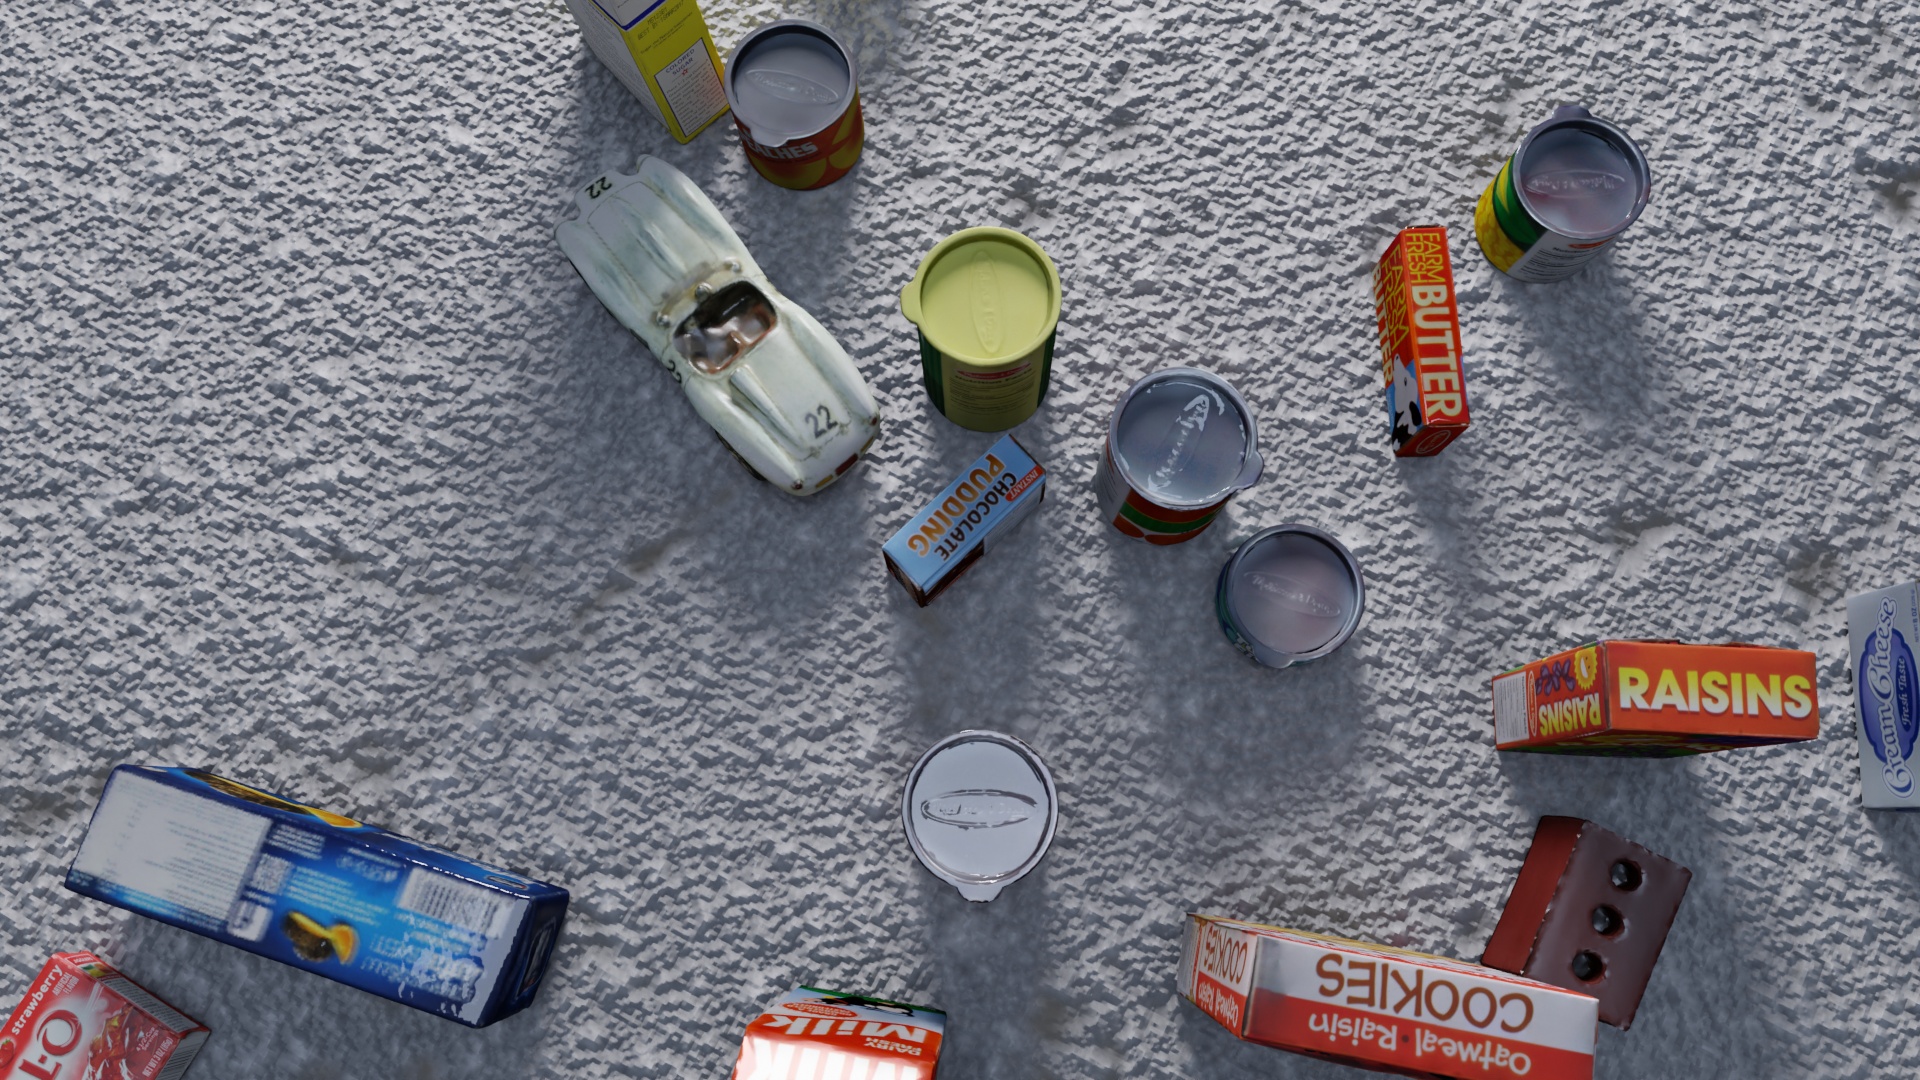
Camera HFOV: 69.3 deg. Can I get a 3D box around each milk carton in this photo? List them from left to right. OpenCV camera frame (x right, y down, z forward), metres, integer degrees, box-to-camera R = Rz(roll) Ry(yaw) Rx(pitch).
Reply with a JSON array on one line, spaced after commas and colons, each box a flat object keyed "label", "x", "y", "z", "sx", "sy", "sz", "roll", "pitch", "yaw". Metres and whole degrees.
[{"label": "milk carton", "x": -0.048, "y": 0.226, "z": 0.543, "sx": 0.072, "sy": 0.190, "sz": 0.073, "roll": 10, "pitch": 78, "yaw": 3}]

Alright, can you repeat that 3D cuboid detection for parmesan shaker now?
[{"label": "parmesan shaker", "x": 0.010, "y": -0.097, "z": 0.660, "sx": 0.071, "sy": 0.103, "sz": 0.071, "roll": 0, "pitch": 78, "yaw": 1}]

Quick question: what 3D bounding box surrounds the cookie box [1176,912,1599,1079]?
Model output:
[{"label": "cookie box", "x": 0.161, "y": 0.185, "z": 0.563, "sx": 0.123, "sy": 0.167, "sz": 0.040, "roll": 10, "pitch": 78, "yaw": 3}]

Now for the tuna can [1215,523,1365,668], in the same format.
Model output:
[{"label": "tuna can", "x": 0.156, "y": 0.029, "z": 0.666, "sx": 0.071, "sy": 0.032, "sz": 0.071, "roll": 0, "pitch": 77, "yaw": 0}]

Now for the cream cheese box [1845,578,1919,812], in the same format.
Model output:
[{"label": "cream cheese box", "x": 0.441, "y": 0.073, "z": 0.644, "sx": 0.024, "sy": 0.053, "sz": 0.104, "roll": 3, "pitch": 78, "yaw": 1}]

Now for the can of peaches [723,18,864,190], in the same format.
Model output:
[{"label": "can of peaches", "x": -0.085, "y": -0.219, "z": 0.711, "sx": 0.071, "sy": 0.058, "sz": 0.071, "roll": 0, "pitch": 78, "yaw": 0}]

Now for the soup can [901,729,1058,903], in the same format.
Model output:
[{"label": "soup can", "x": 0.008, "y": 0.123, "z": 0.620, "sx": 0.071, "sy": 0.083, "sz": 0.071, "roll": 0, "pitch": 78, "yaw": 1}]

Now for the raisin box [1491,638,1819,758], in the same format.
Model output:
[{"label": "raisin box", "x": 0.299, "y": 0.071, "z": 0.610, "sx": 0.086, "sy": 0.123, "sz": 0.040, "roll": 3, "pitch": 78, "yaw": 1}]

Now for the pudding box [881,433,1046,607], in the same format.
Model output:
[{"label": "pudding box", "x": 0.002, "y": -0.008, "z": 0.667, "sx": 0.084, "sy": 0.049, "sz": 0.030, "roll": -43, "pitch": 81, "yaw": -8}]

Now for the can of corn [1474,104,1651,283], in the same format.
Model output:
[{"label": "can of corn", "x": 0.300, "y": -0.172, "z": 0.698, "sx": 0.071, "sy": 0.058, "sz": 0.071, "roll": 0, "pitch": 78, "yaw": 0}]

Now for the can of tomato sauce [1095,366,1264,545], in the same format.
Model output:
[{"label": "can of tomato sauce", "x": 0.101, "y": -0.037, "z": 0.656, "sx": 0.071, "sy": 0.083, "sz": 0.071, "roll": 0, "pitch": 78, "yaw": 1}]

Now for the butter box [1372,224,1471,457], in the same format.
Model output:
[{"label": "butter box", "x": 0.226, "y": -0.097, "z": 0.684, "sx": 0.024, "sy": 0.053, "sz": 0.103, "roll": -2, "pitch": 77, "yaw": 0}]
